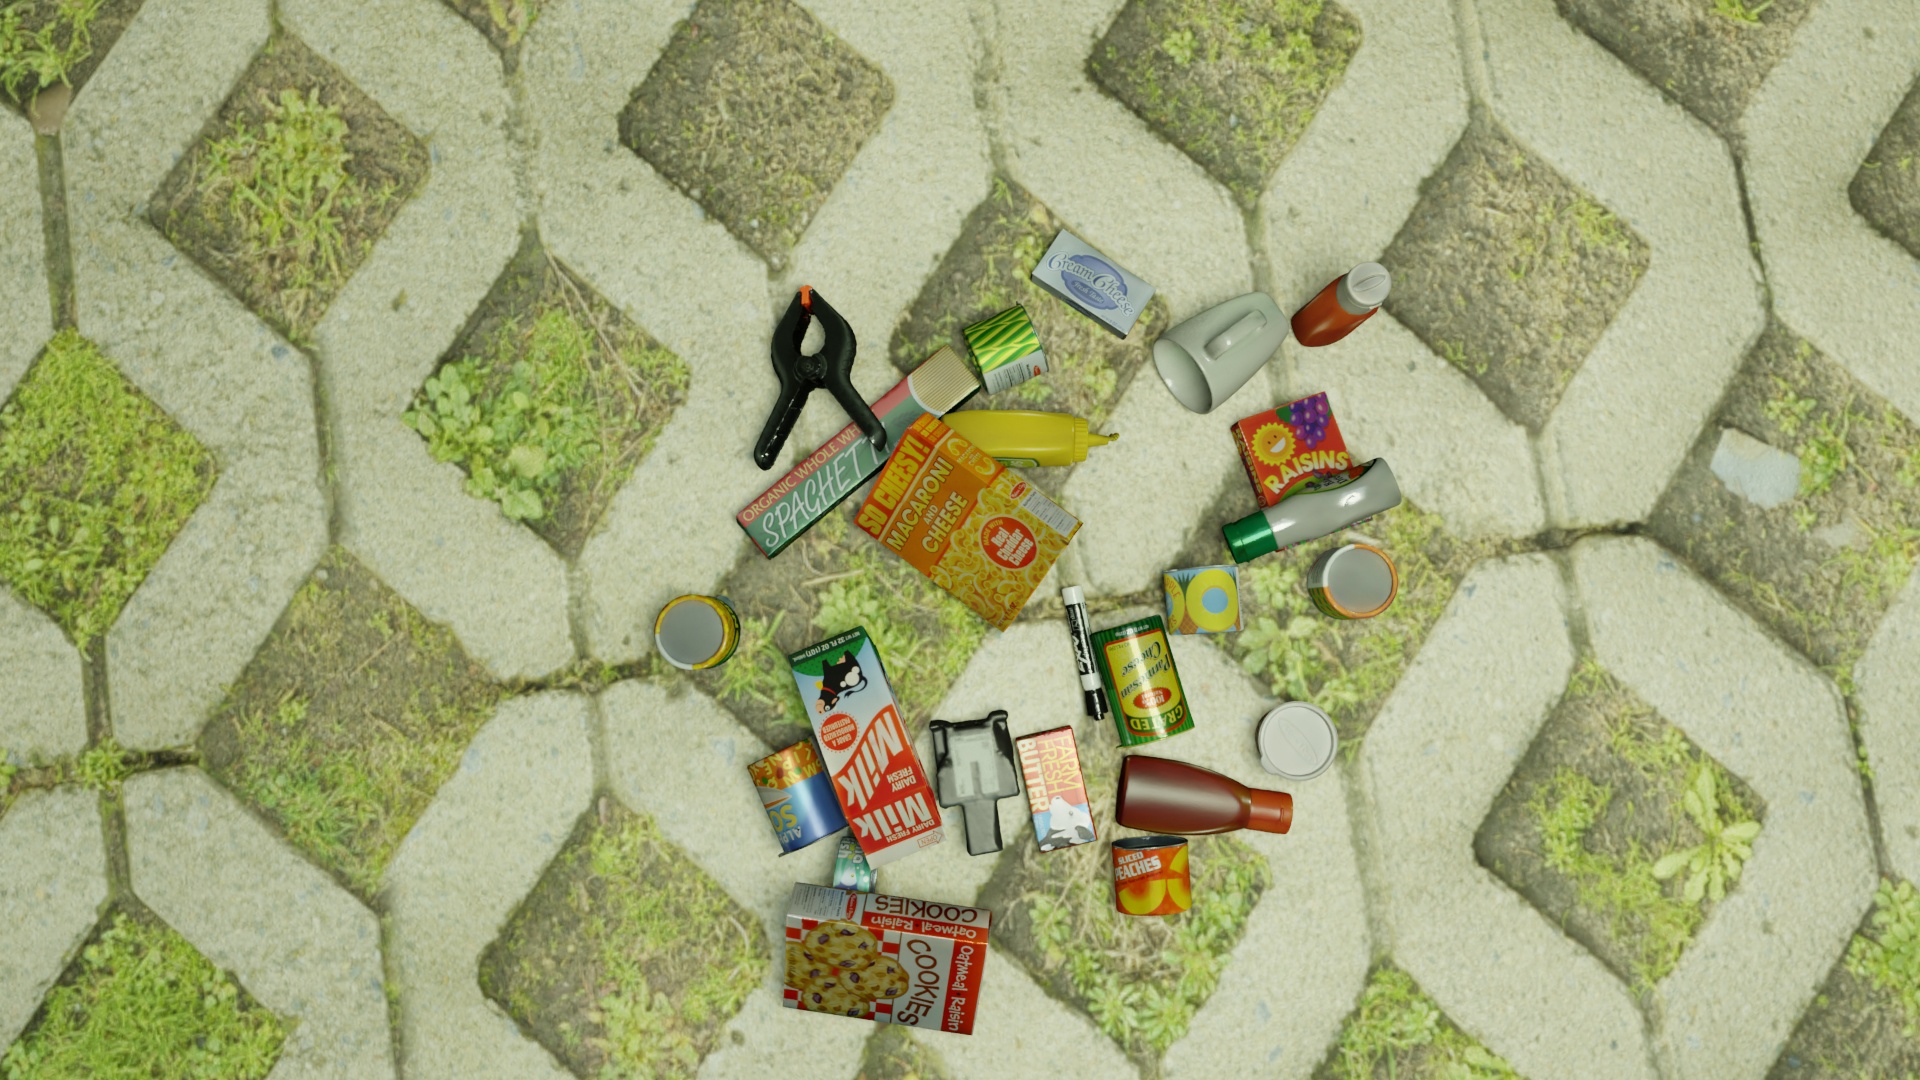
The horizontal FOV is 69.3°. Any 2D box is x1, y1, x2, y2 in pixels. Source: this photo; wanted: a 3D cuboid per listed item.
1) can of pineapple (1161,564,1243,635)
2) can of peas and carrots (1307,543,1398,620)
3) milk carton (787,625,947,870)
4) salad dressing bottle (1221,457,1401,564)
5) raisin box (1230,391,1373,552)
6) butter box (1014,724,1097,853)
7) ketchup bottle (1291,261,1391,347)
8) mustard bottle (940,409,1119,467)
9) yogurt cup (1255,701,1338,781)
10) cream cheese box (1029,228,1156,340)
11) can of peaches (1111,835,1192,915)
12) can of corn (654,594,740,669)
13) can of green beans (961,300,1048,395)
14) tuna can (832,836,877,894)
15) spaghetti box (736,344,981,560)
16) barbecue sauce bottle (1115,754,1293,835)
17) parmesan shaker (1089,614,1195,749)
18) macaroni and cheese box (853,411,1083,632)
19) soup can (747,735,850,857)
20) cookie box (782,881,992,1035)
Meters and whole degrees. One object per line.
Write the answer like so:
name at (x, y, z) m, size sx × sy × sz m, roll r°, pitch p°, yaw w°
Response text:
can of pineapple at (0.211, 0.053, 1.215) m, size 0.071 × 0.071 × 0.058 m, roll -4°, pitch 85°, yaw 0°
can of peas and carrots at (0.346, 0.038, 1.219) m, size 0.071 × 0.058 × 0.071 m, roll 0°, pitch 86°, yaw 1°
milk carton at (-0.077, 0.178, 1.182) m, size 0.072 × 0.073 × 0.191 m, roll -22°, pitch 71°, yaw -2°
salad dressing bottle at (0.298, -0.023, 1.186) m, size 0.147 × 0.064 × 0.044 m, roll -23°, pitch 96°, yaw 7°
raisin box at (0.304, -0.061, 1.238) m, size 0.086 × 0.040 × 0.123 m, roll -19°, pitch 86°, yaw 0°
butter box at (0.084, 0.218, 1.222) m, size 0.053 × 0.024 × 0.103 m, roll -12°, pitch 85°, yaw 0°
ketchup bottle at (0.332, -0.204, 1.196) m, size 0.065 × 0.148 × 0.043 m, roll -23°, pitch 87°, yaw -1°
mustard bottle at (0.062, -0.089, 1.231) m, size 0.160 × 0.065 × 0.049 m, roll 0°, pitch 83°, yaw -2°
yogurt cup at (0.289, 0.173, 1.210) m, size 0.072 × 0.054 × 0.072 m, roll 0°, pitch 85°, yaw 0°
cream cheese box at (0.120, -0.233, 1.263) m, size 0.104 × 0.024 × 0.053 m, roll 33°, pitch 85°, yaw 3°
can of peaches at (0.163, 0.288, 1.193) m, size 0.071 × 0.071 × 0.058 m, roll -4°, pitch 86°, yaw 0°
can of corn at (-0.229, 0.079, 1.221) m, size 0.071 × 0.058 × 0.071 m, roll 0°, pitch 86°, yaw 1°
can of green beans at (0.039, -0.170, 1.237) m, size 0.058 × 0.071 × 0.071 m, roll -23°, pitch 85°, yaw -1°
tuna can at (-0.090, 0.287, 1.196) m, size 0.033 × 0.071 × 0.071 m, roll 7°, pitch 85°, yaw 2°
spaghetti box at (-0.091, -0.079, 1.249) m, size 0.250 × 0.028 × 0.050 m, roll -39°, pitch 85°, yaw -3°
barbecue sauce bottle at (0.213, 0.228, 1.211) m, size 0.149 × 0.043 × 0.065 m, roll 8°, pitch 85°, yaw 1°
parmesan shaker at (0.155, 0.123, 1.209) m, size 0.071 × 0.071 × 0.103 m, roll -16°, pitch 85°, yaw -1°
macaroni and cheese box at (0.004, -0.015, 1.204) m, size 0.166 × 0.040 × 0.123 m, roll 36°, pitch 128°, yaw 4°
soup can at (-0.141, 0.221, 1.203) m, size 0.071 × 0.071 × 0.084 m, roll -25°, pitch 85°, yaw -1°
cookie box at (-0.062, 0.353, 1.172) m, size 0.167 × 0.040 × 0.122 m, roll 8°, pitch 125°, yaw 1°
